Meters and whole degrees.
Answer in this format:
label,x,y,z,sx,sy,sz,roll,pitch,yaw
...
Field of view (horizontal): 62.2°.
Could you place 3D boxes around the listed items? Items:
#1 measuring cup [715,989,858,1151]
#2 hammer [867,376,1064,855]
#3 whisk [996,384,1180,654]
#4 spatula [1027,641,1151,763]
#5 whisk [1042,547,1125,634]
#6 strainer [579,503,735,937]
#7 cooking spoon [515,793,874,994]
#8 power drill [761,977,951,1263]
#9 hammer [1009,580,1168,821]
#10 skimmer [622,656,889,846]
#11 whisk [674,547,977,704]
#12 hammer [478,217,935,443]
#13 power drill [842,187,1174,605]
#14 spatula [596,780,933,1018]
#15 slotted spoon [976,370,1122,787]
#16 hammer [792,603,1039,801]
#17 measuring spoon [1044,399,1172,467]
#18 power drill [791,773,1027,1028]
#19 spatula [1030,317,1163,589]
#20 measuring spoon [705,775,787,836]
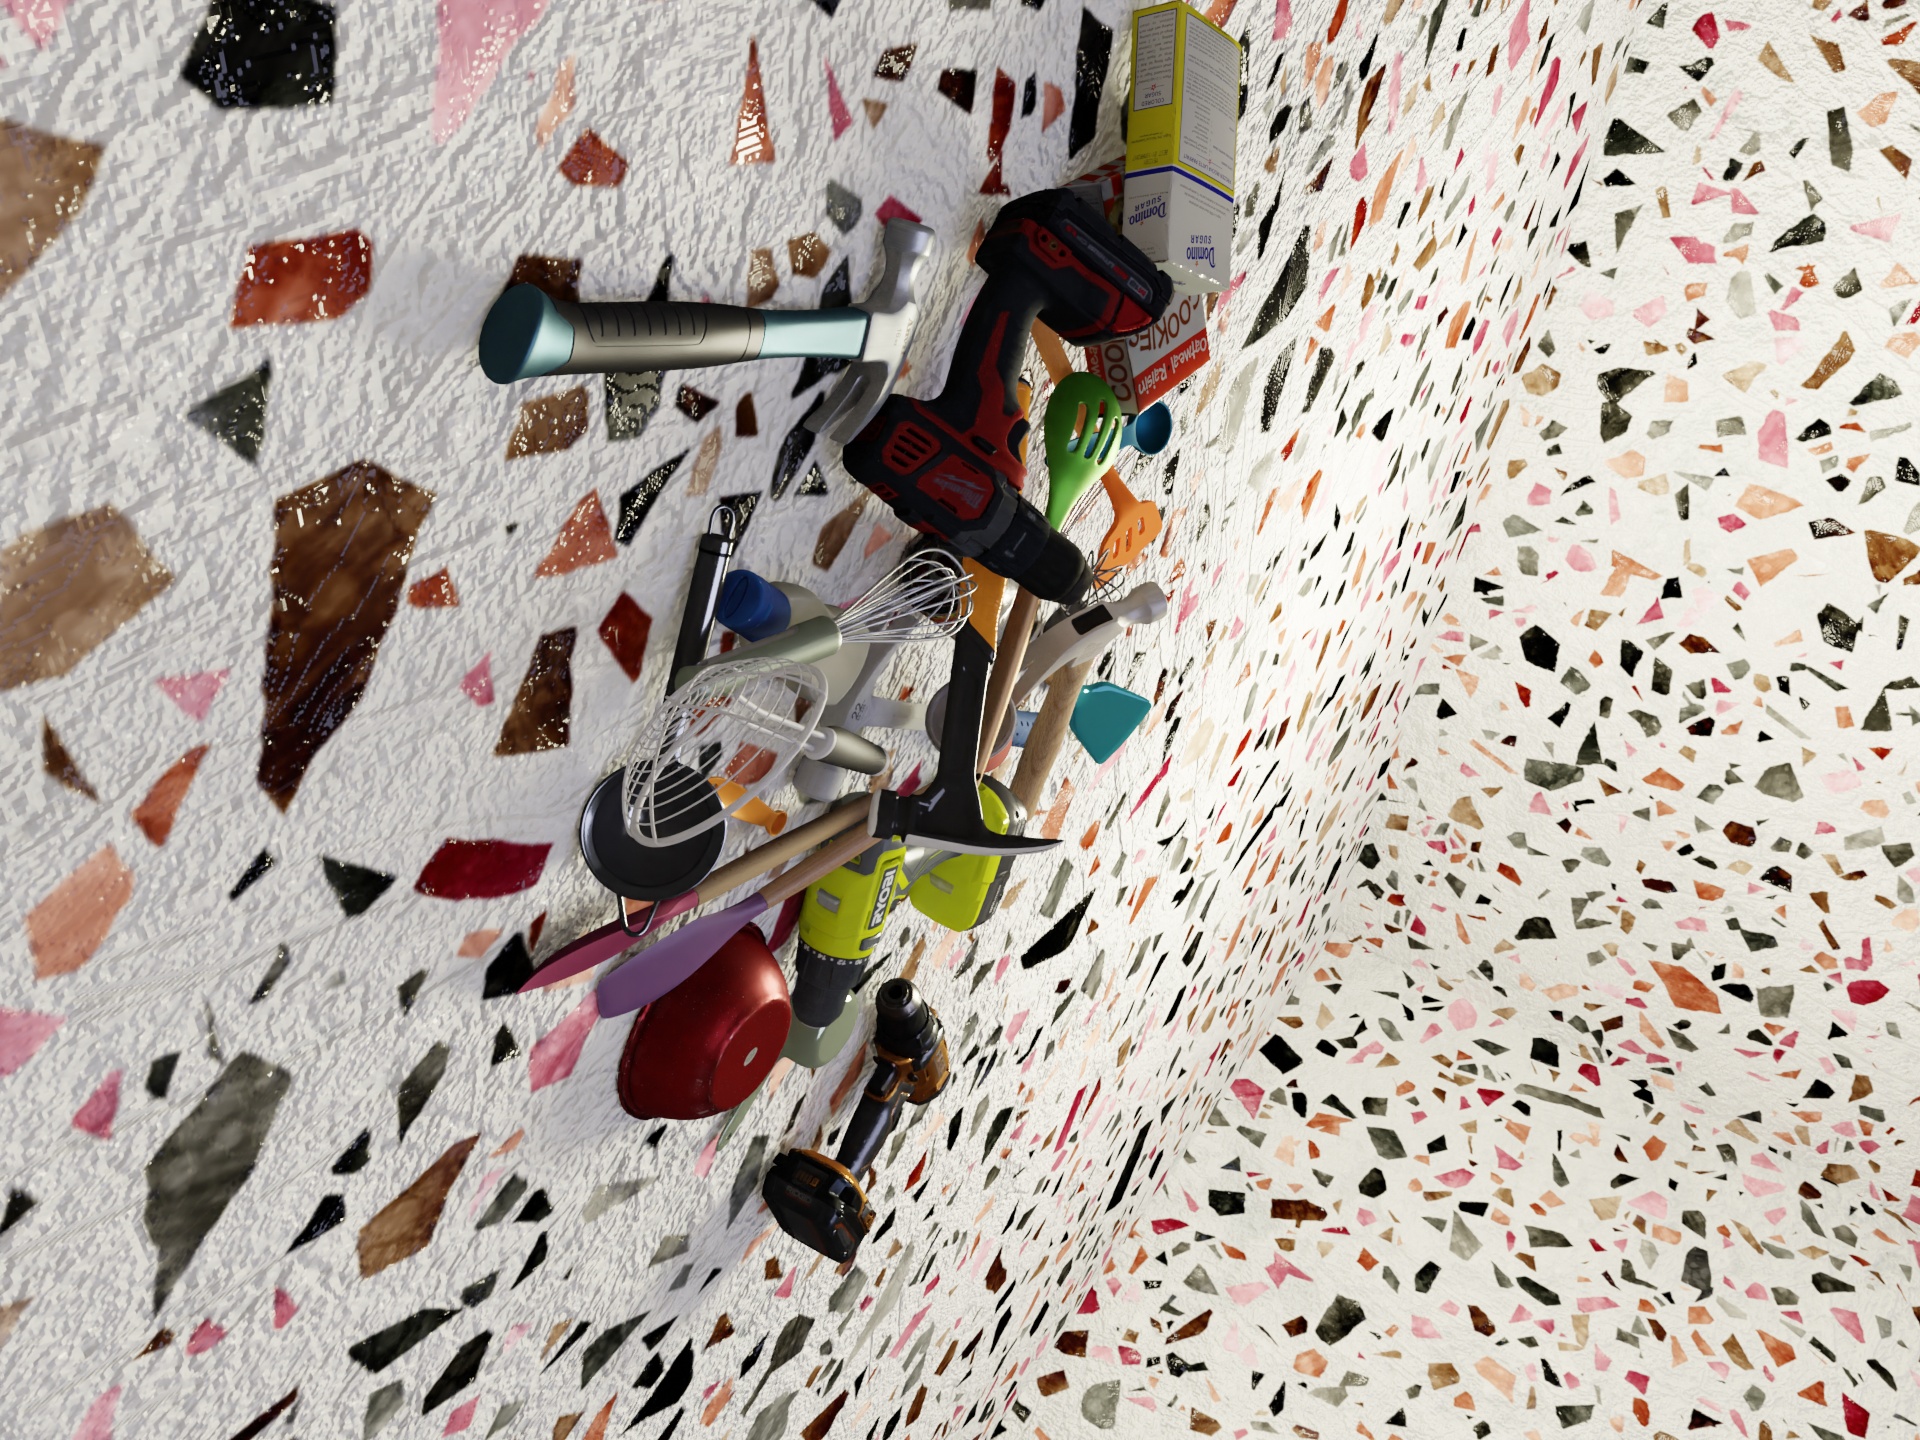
label,x,y,z,sx,sy,sz,roll,pitch,yaw
measuring cup,-0.138,0.283,1.287,0.168,0.038,0.083,-56,156,-24
hammer,0.021,-0.076,1.076,0.034,0.127,0.337,127,-29,-74
whisk,0.089,-0.176,1.286,0.284,0.070,0.070,-62,158,8
spatula,0.100,-0.031,1.466,0.082,0.044,0.317,-49,156,4
whisk,0.094,-0.094,1.308,0.055,0.055,0.239,-60,180,-11
strainer,-0.166,-0.001,0.932,0.086,0.050,0.258,11,102,-22
cooking spoon,-0.158,0.105,1.039,0.319,0.017,0.068,-26,168,-48
power drill,-0.085,0.349,1.426,0.226,0.084,0.185,-56,156,-29
hammer,0.072,0.006,1.308,0.130,0.031,0.331,-24,157,-21
skimmer,-0.089,0.030,0.938,0.127,0.090,0.363,-36,166,7
whisk,-0.075,-0.055,0.961,0.246,0.058,0.059,-25,101,-45
hammer,-0.119,-0.203,0.831,0.331,0.033,0.128,-23,133,-57
power drill,0.048,-0.203,1.030,0.187,0.080,0.227,33,80,-26
spatula,-0.118,0.114,1.108,0.316,0.018,0.059,-32,146,-30
slotted spoon,0.053,-0.096,1.137,0.070,0.031,0.314,15,95,-34
hammer,-0.002,-0.004,1.285,0.405,0.035,0.144,7,108,-66
measuring spoon,0.105,-0.208,1.177,0.128,0.021,0.042,-23,117,-33
power drill,-0.048,0.138,1.285,0.228,0.080,0.190,-16,128,-57
spatula,0.091,-0.217,1.197,0.081,0.041,0.322,-42,136,-9
measuring spoon,-0.148,0.056,1.073,0.021,0.011,0.116,-61,154,-6
